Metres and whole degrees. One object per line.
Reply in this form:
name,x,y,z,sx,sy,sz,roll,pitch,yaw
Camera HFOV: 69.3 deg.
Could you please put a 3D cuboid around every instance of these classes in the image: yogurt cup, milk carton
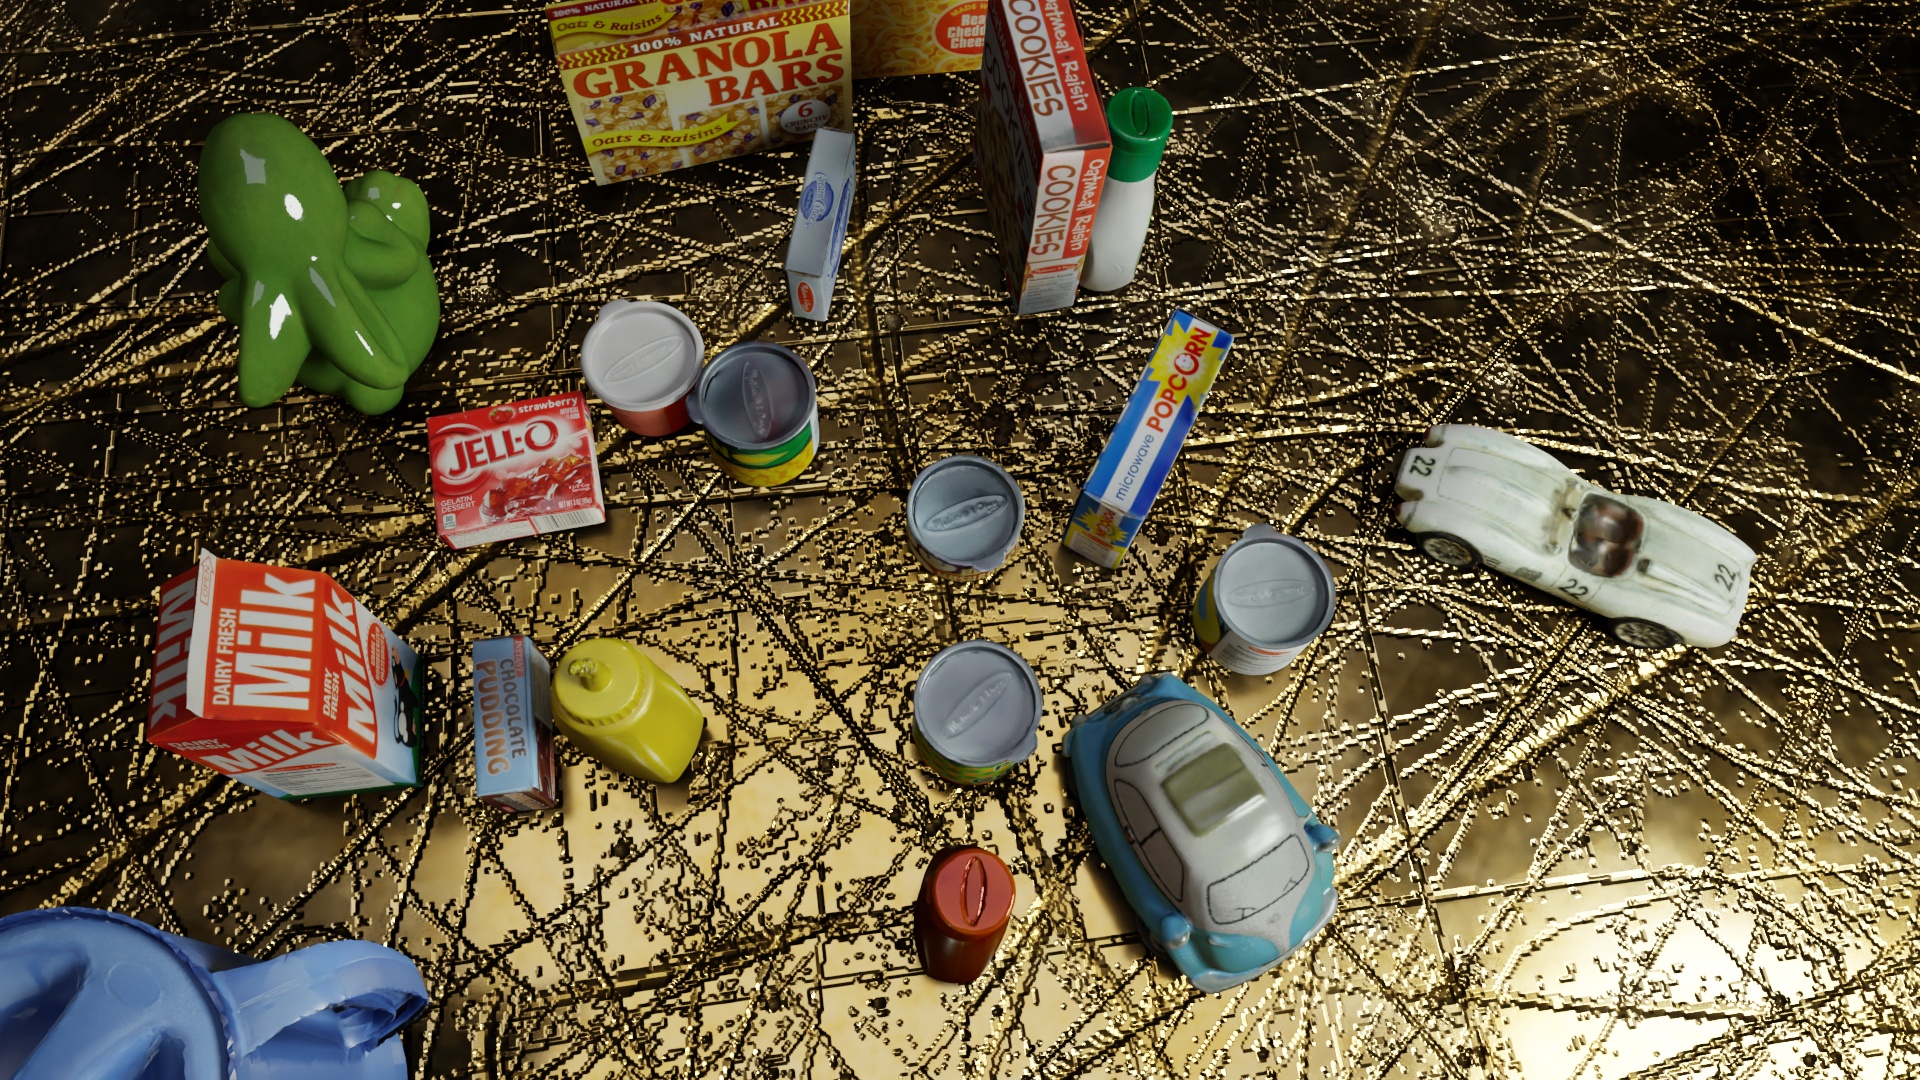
yogurt cup,-0.178,-0.095,0.793,0.072,0.053,0.072,1,70,-3
milk carton,-0.316,0.068,0.652,0.073,0.190,0.072,-5,70,-5

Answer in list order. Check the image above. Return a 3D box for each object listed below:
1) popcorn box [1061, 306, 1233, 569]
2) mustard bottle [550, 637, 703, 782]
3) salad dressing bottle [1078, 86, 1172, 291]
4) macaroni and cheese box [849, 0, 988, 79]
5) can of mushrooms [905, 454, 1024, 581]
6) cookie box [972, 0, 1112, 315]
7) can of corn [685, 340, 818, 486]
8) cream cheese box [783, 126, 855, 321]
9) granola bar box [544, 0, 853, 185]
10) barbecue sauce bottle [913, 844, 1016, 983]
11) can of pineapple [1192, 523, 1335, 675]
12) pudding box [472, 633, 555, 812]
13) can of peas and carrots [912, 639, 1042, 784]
popcorn box,0.104,-0.055,0.778,0.038,0.085,0.127,26,70,6
mustard bottle,-0.165,0.079,0.672,0.065,0.159,0.049,20,70,4
salad dressing bottle,0.090,-0.199,0.798,0.044,0.147,0.064,-1,70,-4
macaroni and cheese box,-0.016,-0.351,0.839,0.124,0.166,0.040,-7,71,-6
can of mushrooms,0.003,-0.010,0.783,0.071,0.033,0.071,1,70,-3
cookie box,0.043,-0.225,0.795,0.040,0.167,0.123,-11,71,-7
can of corn,-0.116,-0.070,0.785,0.071,0.058,0.071,1,70,-3
cream cheese box,-0.084,-0.190,0.835,0.024,0.053,0.104,9,69,0
granola bar box,-0.149,-0.279,0.827,0.166,0.123,0.039,-15,71,-8
barbecue sauce bottle,0.001,0.172,0.653,0.044,0.148,0.065,6,70,-1
can of pineapple,0.166,0.034,0.763,0.071,0.057,0.071,1,70,-3
pudding box,-0.232,0.095,0.721,0.030,0.049,0.084,-7,70,-6
can of peas and carrots,0.009,0.093,0.731,0.071,0.058,0.071,1,70,-3
